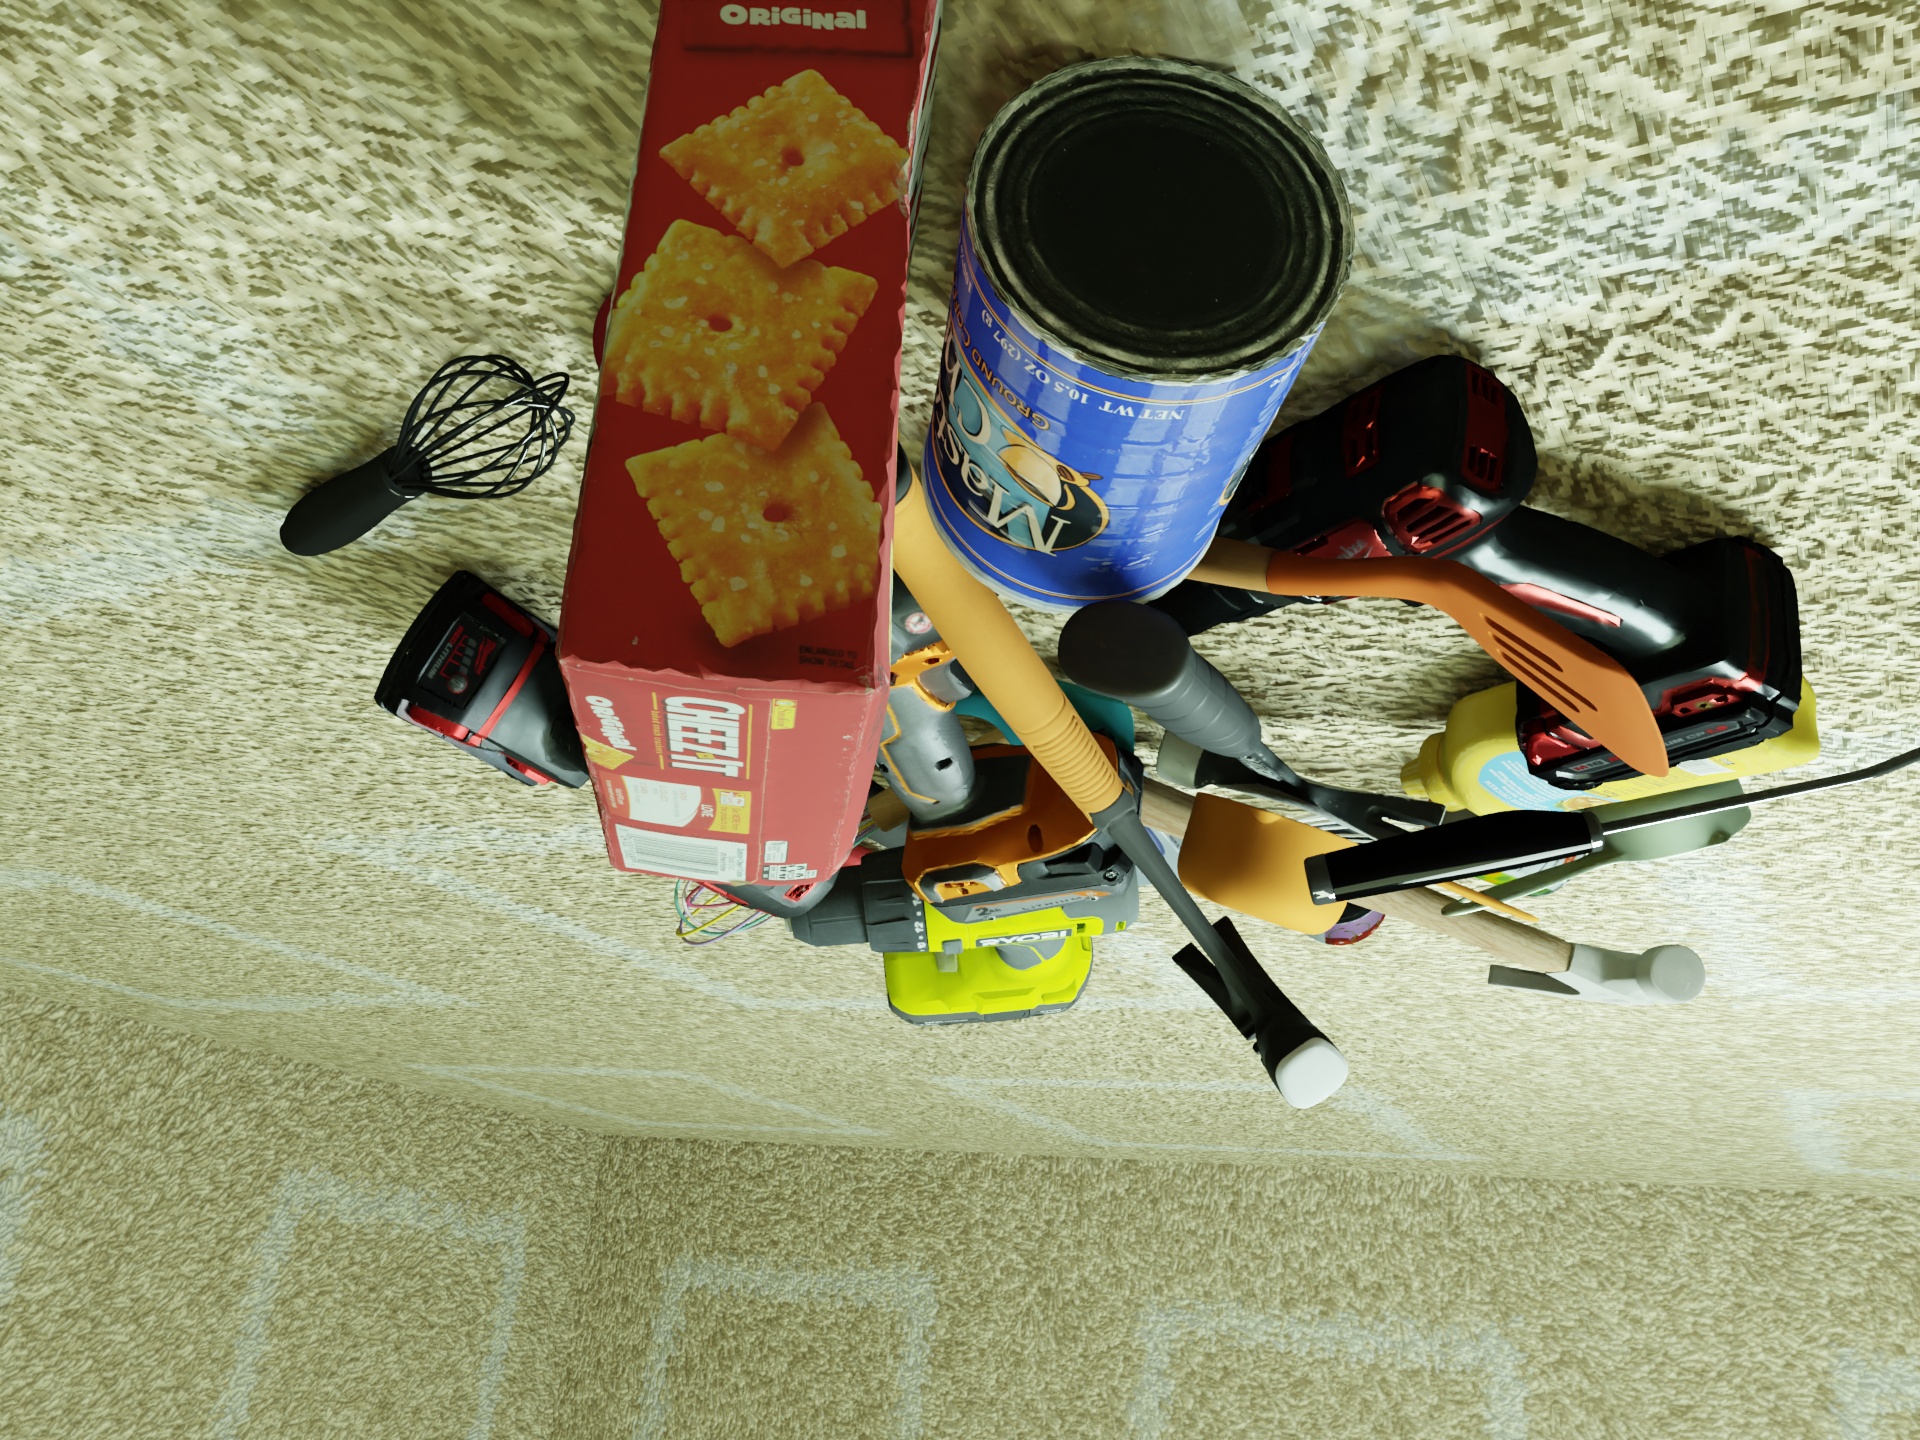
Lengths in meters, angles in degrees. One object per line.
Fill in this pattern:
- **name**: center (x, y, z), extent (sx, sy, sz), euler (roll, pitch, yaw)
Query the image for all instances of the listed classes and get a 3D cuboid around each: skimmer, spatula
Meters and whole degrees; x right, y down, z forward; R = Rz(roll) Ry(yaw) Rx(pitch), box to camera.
- **skimmer**: center (0.332, 0.063, 0.660), extent (0.363, 0.090, 0.127), euler (-12, 171, 13)
- **spatula**: center (-0.065, -0.007, 0.841), extent (0.317, 0.044, 0.082), euler (5, 135, 8)
- **spatula**: center (0.085, -0.049, 0.558), extent (0.323, 0.041, 0.081), euler (16, 166, 35)

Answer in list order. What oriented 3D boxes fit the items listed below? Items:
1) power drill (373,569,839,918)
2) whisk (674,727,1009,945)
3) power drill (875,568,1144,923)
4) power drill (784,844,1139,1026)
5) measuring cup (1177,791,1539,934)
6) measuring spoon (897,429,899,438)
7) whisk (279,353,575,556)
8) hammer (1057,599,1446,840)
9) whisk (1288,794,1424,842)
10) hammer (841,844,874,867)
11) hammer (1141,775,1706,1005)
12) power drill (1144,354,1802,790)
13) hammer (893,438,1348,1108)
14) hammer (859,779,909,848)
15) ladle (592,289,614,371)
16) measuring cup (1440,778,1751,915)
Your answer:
- **power drill**: center (-0.167, 0.013, 0.747), extent (0.220, 0.078, 0.143), euler (26, 172, 34)
- **whisk**: center (-0.066, 0.062, 0.913), extent (0.245, 0.051, 0.047), euler (-30, 164, 14)
- **power drill**: center (-0.001, -0.002, 0.730), extent (0.164, 0.084, 0.226), euler (-15, 135, 30)
- **power drill**: center (0.001, 0.122, 0.942), extent (0.190, 0.080, 0.228), euler (-6, 159, -1)
- **measuring cup**: center (0.189, 0.087, 0.780), extent (0.174, 0.052, 0.095), euler (20, 178, 22)
- **measuring spoon**: center (-0.061, -0.096, 0.652), extent (0.021, 0.011, 0.117), euler (19, 155, -30)
- **whisk**: center (-0.229, -0.099, 0.652), extent (0.055, 0.055, 0.239), euler (24, 156, -38)
- **hammer**: center (0.116, 0.010, 0.653), extent (0.149, 0.036, 0.408), euler (19, 178, 20)
- **whisk**: center (0.181, 0.070, 0.970), extent (0.246, 0.058, 0.059), euler (0, 124, 23)
- **hammer**: center (-0.057, 0.101, 1.122), extent (0.143, 0.038, 0.385), euler (-12, 152, 36)
- **hammer**: center (0.224, 0.091, 0.879), extent (0.331, 0.031, 0.130), euler (21, 167, -1)
- **power drill**: center (0.190, -0.046, 0.625), extent (0.226, 0.080, 0.188), euler (21, 155, -26)
- **hammer**: center (0.049, 0.017, 0.649), extent (0.336, 0.034, 0.127), euler (53, 180, -26)
- **hammer**: center (-0.034, 0.072, 1.000), extent (0.128, 0.033, 0.330), euler (-24, 146, 20)
- **ladle**: center (-0.120, -0.088, 0.675), extent (0.069, 0.031, 0.315), euler (13, 160, -7)
- **measuring cup**: center (0.312, 0.055, 0.798), extent (0.167, 0.038, 0.083), euler (-19, -172, -8)
